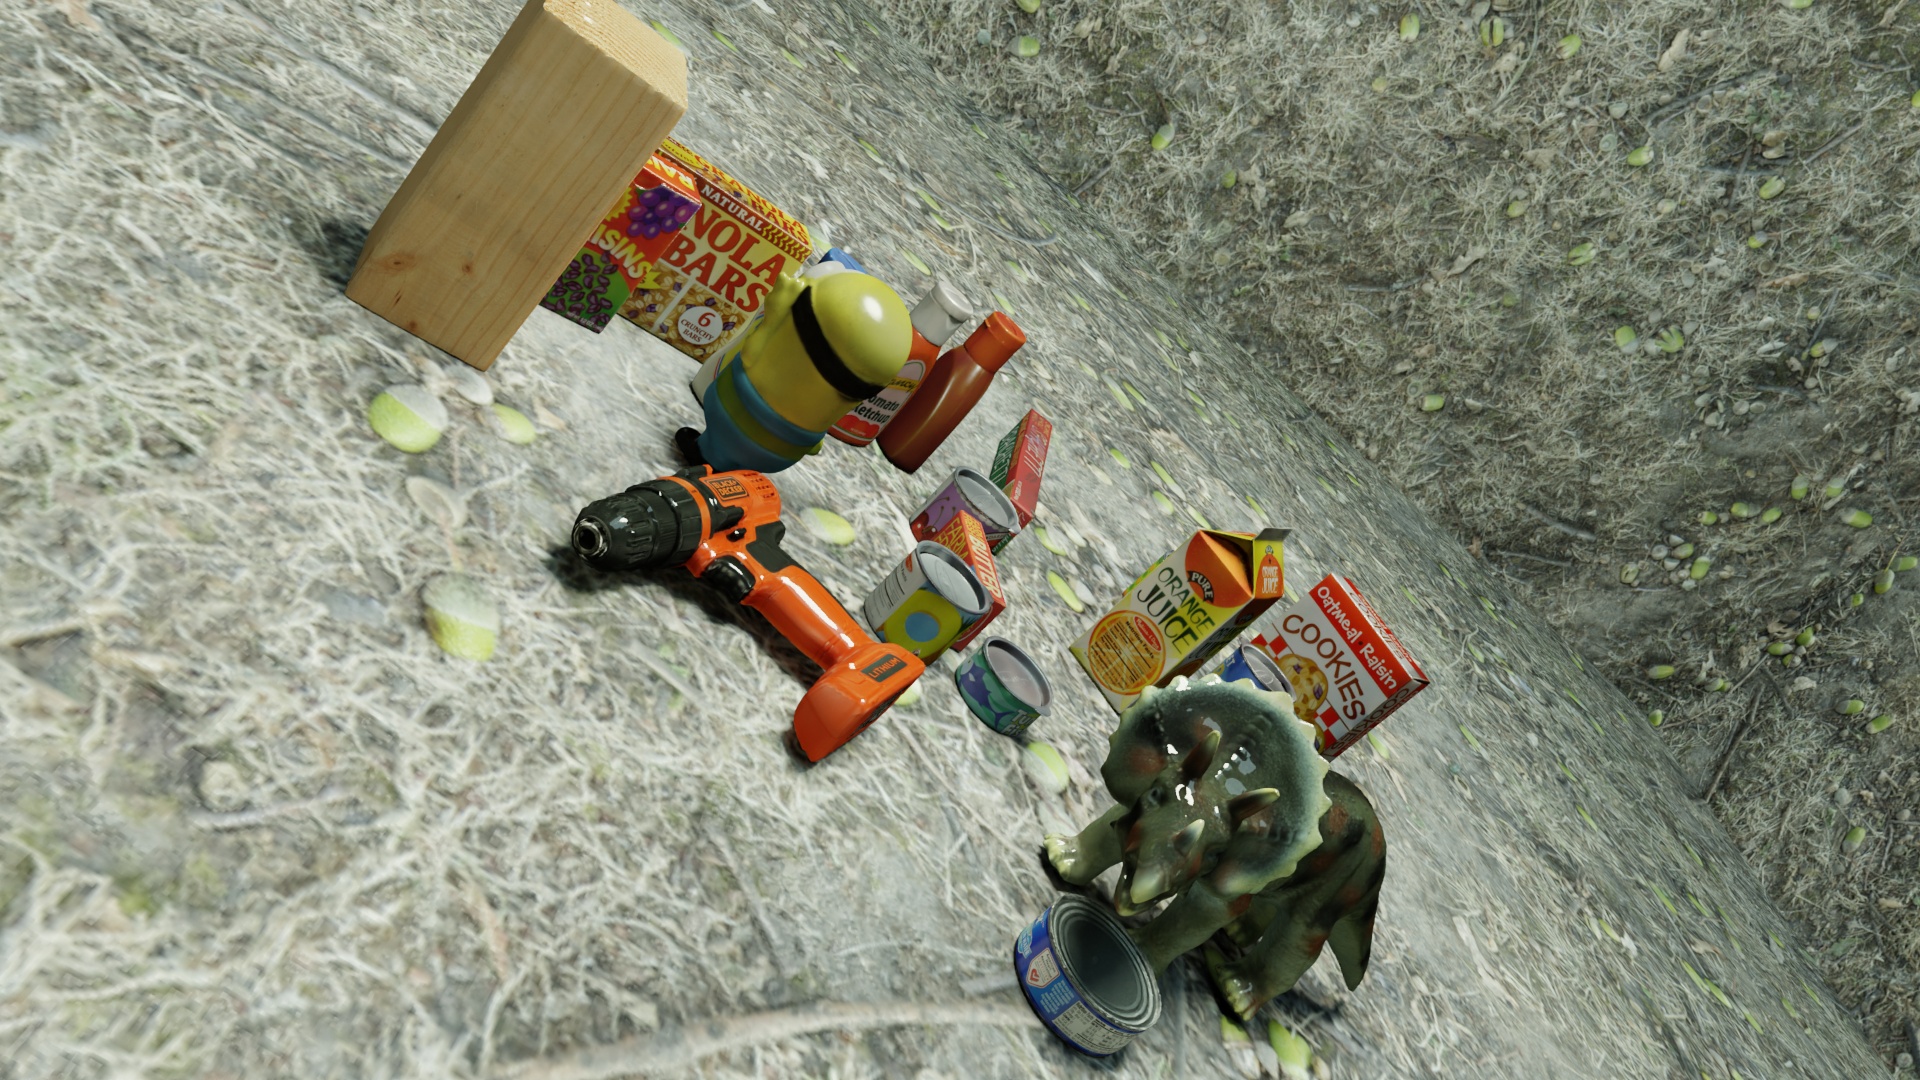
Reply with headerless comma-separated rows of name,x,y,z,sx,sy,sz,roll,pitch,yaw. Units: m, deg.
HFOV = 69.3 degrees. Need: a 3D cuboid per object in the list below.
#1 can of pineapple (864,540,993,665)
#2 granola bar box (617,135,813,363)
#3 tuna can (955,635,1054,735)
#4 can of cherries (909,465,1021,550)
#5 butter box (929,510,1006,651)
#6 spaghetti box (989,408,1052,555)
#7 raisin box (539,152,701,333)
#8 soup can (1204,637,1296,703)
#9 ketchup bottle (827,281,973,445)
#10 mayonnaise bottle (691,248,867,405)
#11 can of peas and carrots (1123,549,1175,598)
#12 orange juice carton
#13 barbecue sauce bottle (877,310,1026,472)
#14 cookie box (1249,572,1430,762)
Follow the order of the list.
can of pineapple,-0.022,0.044,0.950,0.071,0.057,0.071,37,23,-19
granola bar box,-0.209,-0.214,0.990,0.165,0.124,0.039,30,26,-33
tuna can,0.032,0.104,0.972,0.071,0.032,0.071,37,23,-19
can of cherries,0.004,-0.014,1.097,0.071,0.058,0.072,37,23,-19
butter box,0.000,0.028,1.023,0.024,0.053,0.104,32,25,-30
spaghetti box,0.051,-0.059,1.271,0.028,0.050,0.251,41,22,-10
raisin box,-0.243,-0.207,0.920,0.086,0.123,0.040,26,28,-39
soup can,0.235,0.137,1.201,0.071,0.083,0.072,37,23,-19
ketchup bottle,-0.052,-0.142,1.104,0.065,0.148,0.044,20,32,-47
mayonnaise bottle,-0.124,-0.140,0.977,0.065,0.147,0.041,51,22,15
can of peas and carrots,0.196,0.052,1.317,0.071,0.058,0.071,37,23,-19
orange juice carton,0.188,0.053,1.122,0.073,0.192,0.072,54,23,21
barbecue sauce bottle,-0.008,-0.126,1.154,0.043,0.148,0.065,30,26,-34
cookie box,0.312,0.129,1.238,0.040,0.167,0.123,18,34,-49
